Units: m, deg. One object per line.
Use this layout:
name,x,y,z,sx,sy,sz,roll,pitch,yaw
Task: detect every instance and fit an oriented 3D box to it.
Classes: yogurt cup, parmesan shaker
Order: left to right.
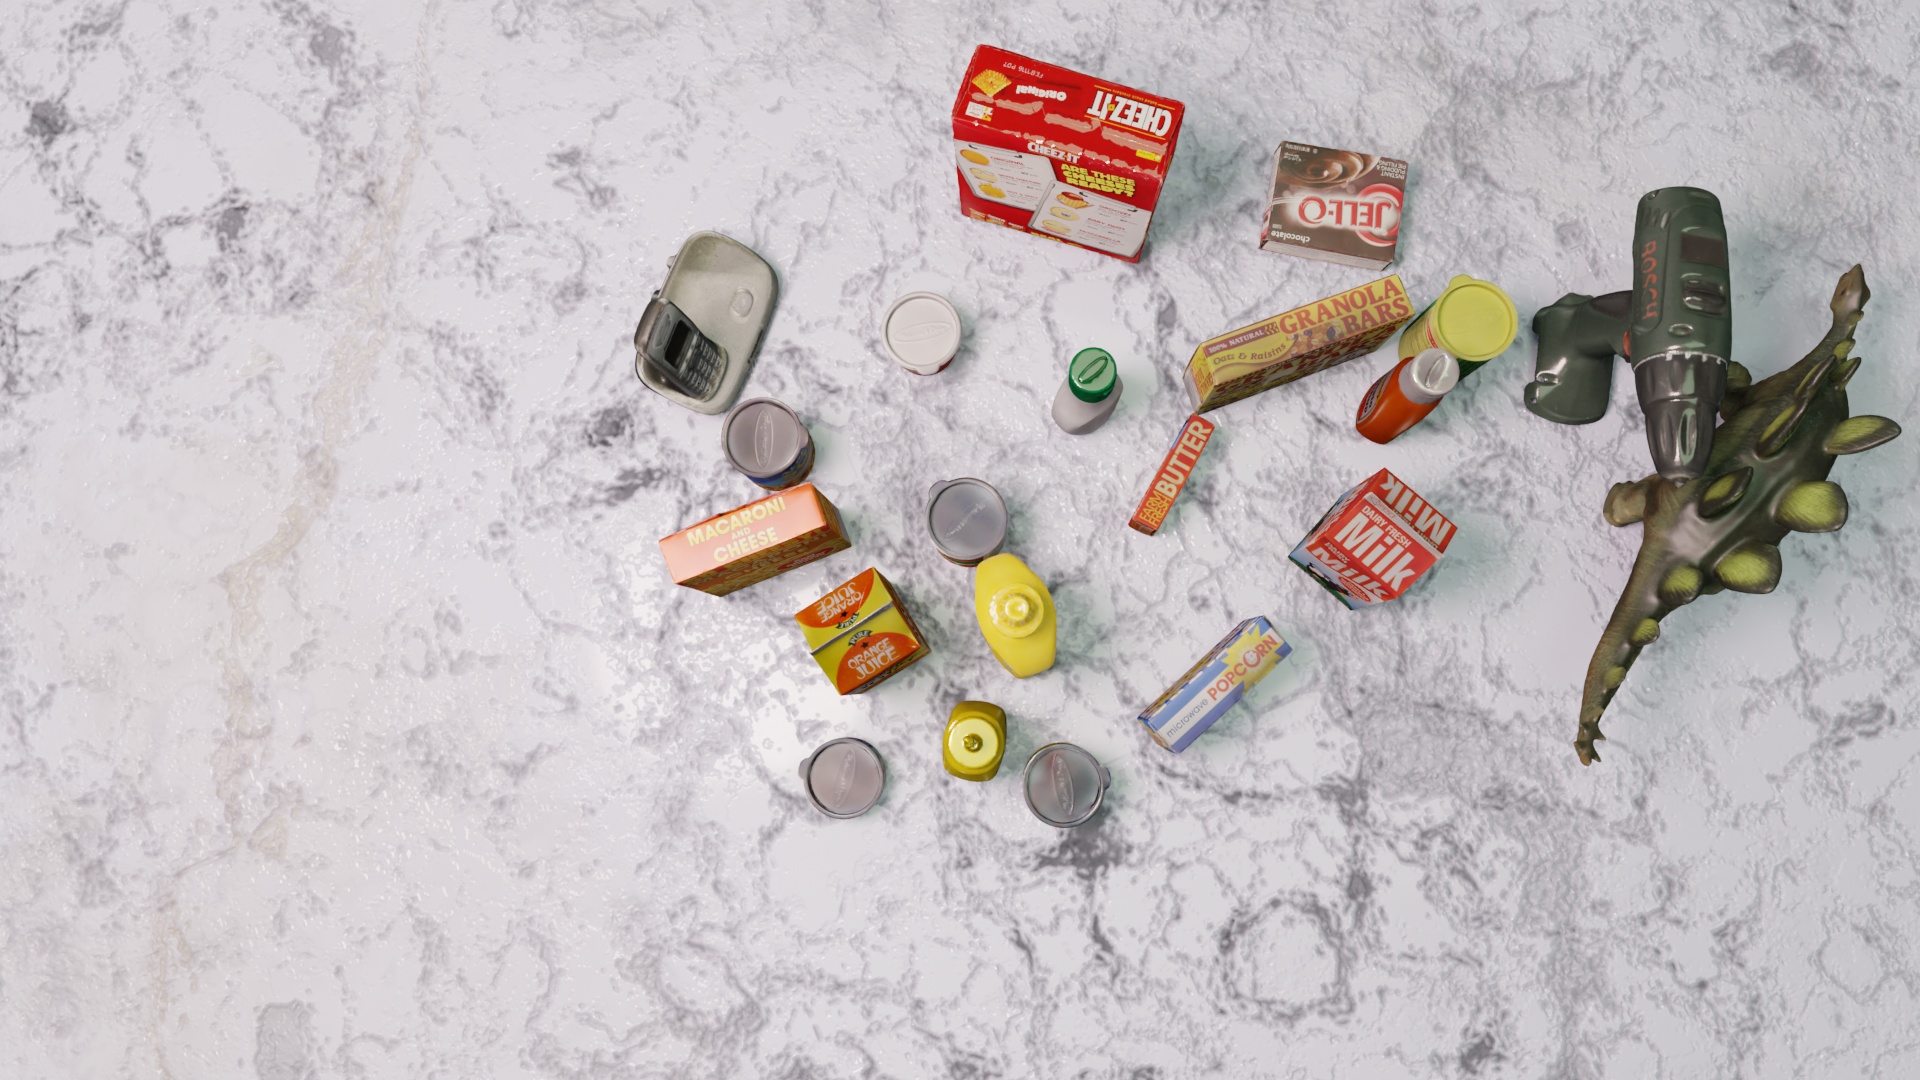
yogurt cup,-0.032,-0.172,1.180,0.072,0.054,0.072,0,83,2
parmesan shaker,0.405,-0.170,1.141,0.071,0.103,0.071,0,84,2

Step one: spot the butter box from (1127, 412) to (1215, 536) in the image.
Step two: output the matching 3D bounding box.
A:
butter box,0.176,-0.053,1.160,0.024,0.053,0.103,30,85,5

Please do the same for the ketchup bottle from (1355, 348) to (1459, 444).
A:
ketchup bottle,0.360,-0.119,1.113,0.043,0.148,0.065,30,86,5

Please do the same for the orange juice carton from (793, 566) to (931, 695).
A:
orange juice carton,-0.075,0.072,1.083,0.072,0.192,0.073,-31,84,-1

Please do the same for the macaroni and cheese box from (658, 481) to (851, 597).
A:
macaroni and cheese box,-0.159,0.002,1.107,0.124,0.166,0.040,-21,84,0

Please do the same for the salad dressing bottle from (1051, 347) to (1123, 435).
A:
salad dressing bottle,0.104,-0.122,1.123,0.064,0.147,0.044,-41,84,-3

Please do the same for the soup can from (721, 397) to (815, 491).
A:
soup can,-0.156,-0.078,1.158,0.071,0.083,0.071,0,84,2

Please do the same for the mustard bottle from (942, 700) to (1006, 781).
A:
mustard bottle,0.011,0.158,1.086,0.049,0.160,0.065,9,84,3

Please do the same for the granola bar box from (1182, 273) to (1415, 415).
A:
granola bar box,0.270,-0.158,1.133,0.166,0.124,0.039,-20,84,0

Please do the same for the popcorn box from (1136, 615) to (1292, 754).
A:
popcorn box,0.203,0.117,1.122,0.127,0.085,0.038,-42,84,-3

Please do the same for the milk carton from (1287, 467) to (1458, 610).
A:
milk carton,0.321,0.000,1.080,0.072,0.190,0.073,42,87,6

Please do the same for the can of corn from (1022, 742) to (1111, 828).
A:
can of corn,0.086,0.197,1.130,0.071,0.058,0.071,0,84,2

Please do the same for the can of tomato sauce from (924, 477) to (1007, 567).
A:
can of tomato sauce,0.004,-0.014,1.145,0.071,0.083,0.071,0,84,2

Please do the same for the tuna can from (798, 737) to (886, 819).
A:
tuna can,-0.097,0.195,1.149,0.071,0.033,0.071,0,83,2
